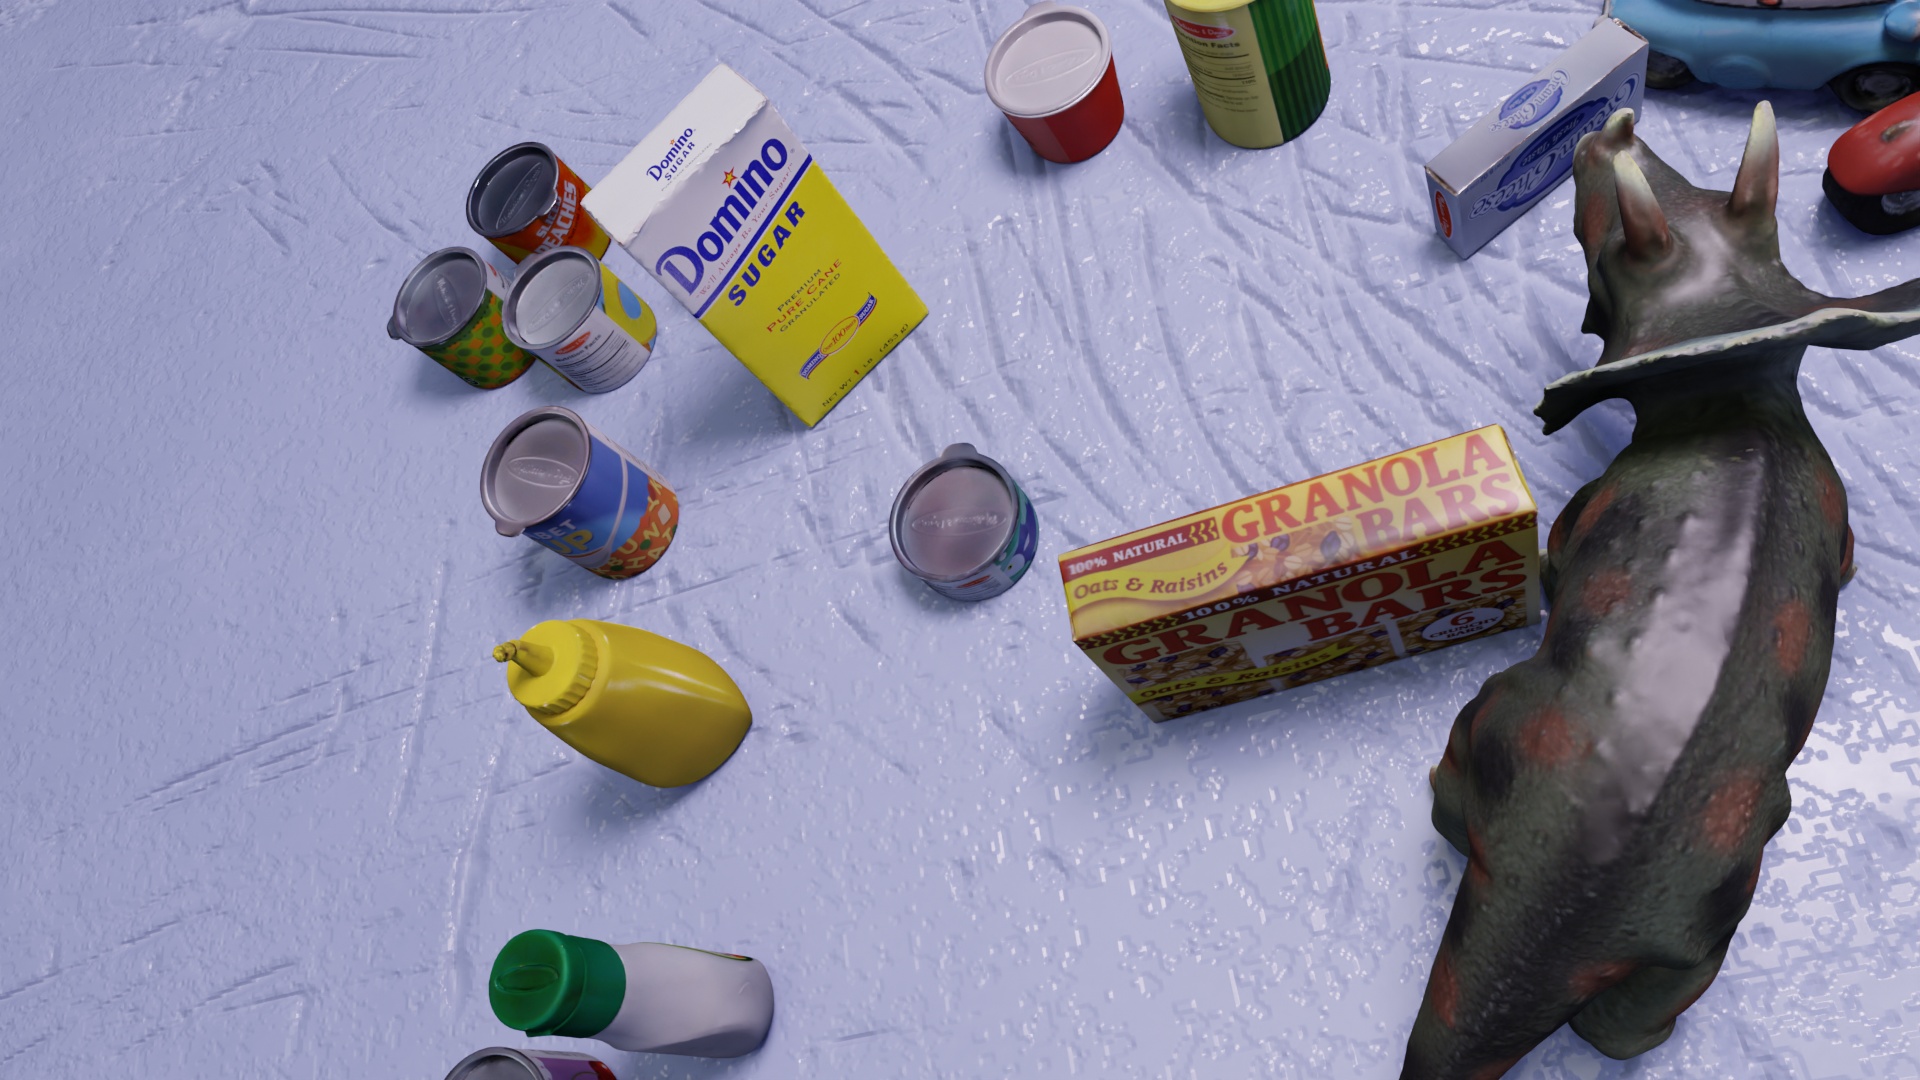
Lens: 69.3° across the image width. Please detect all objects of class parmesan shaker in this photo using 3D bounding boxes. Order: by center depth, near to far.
[{"bbox_3d":[0.136,-0.247,0.668,0.071,0.103,0.071,-9,66,20],"label":"parmesan shaker"}]

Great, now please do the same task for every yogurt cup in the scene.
[{"bbox_3d":[0.053,-0.235,0.727,0.072,0.054,0.072,-9,66,20],"label":"yogurt cup"}]

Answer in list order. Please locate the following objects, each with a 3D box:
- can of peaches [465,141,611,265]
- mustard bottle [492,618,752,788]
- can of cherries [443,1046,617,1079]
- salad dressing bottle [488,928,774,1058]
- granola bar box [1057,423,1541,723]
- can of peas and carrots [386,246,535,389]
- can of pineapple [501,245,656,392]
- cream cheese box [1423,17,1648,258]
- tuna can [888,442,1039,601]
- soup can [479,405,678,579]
[{"bbox_3d":[-0.251,-0.195,0.837,0.071,0.058,0.071,-9,66,20],"label":"can of peaches"},{"bbox_3d":[-0.156,0.067,0.625,0.065,0.160,0.049,-46,59,0],"label":"mustard bottle"},{"bbox_3d":[-0.191,0.263,0.615,0.071,0.058,0.072,-9,66,20],"label":"can of cherries"},{"bbox_3d":[-0.131,0.187,0.570,0.064,0.147,0.044,-11,65,19],"label":"salad dressing bottle"},{"bbox_3d":[0.135,0.019,0.542,0.165,0.124,0.039,-17,63,16],"label":"granola bar box"},{"bbox_3d":[-0.293,-0.130,0.827,0.071,0.058,0.071,-9,66,20],"label":"can of peas and carrots"},{"bbox_3d":[-0.217,-0.127,0.794,0.071,0.057,0.071,-9,66,20],"label":"can of pineapple"},{"bbox_3d":[0.255,-0.177,0.616,0.104,0.053,0.024,-39,59,4],"label":"cream cheese box"},{"bbox_3d":[0.002,-0.008,0.664,0.071,0.032,0.071,-9,65,20],"label":"tuna can"},{"bbox_3d":[-0.198,-0.021,0.725,0.071,0.083,0.071,-9,66,20],"label":"soup can"}]
